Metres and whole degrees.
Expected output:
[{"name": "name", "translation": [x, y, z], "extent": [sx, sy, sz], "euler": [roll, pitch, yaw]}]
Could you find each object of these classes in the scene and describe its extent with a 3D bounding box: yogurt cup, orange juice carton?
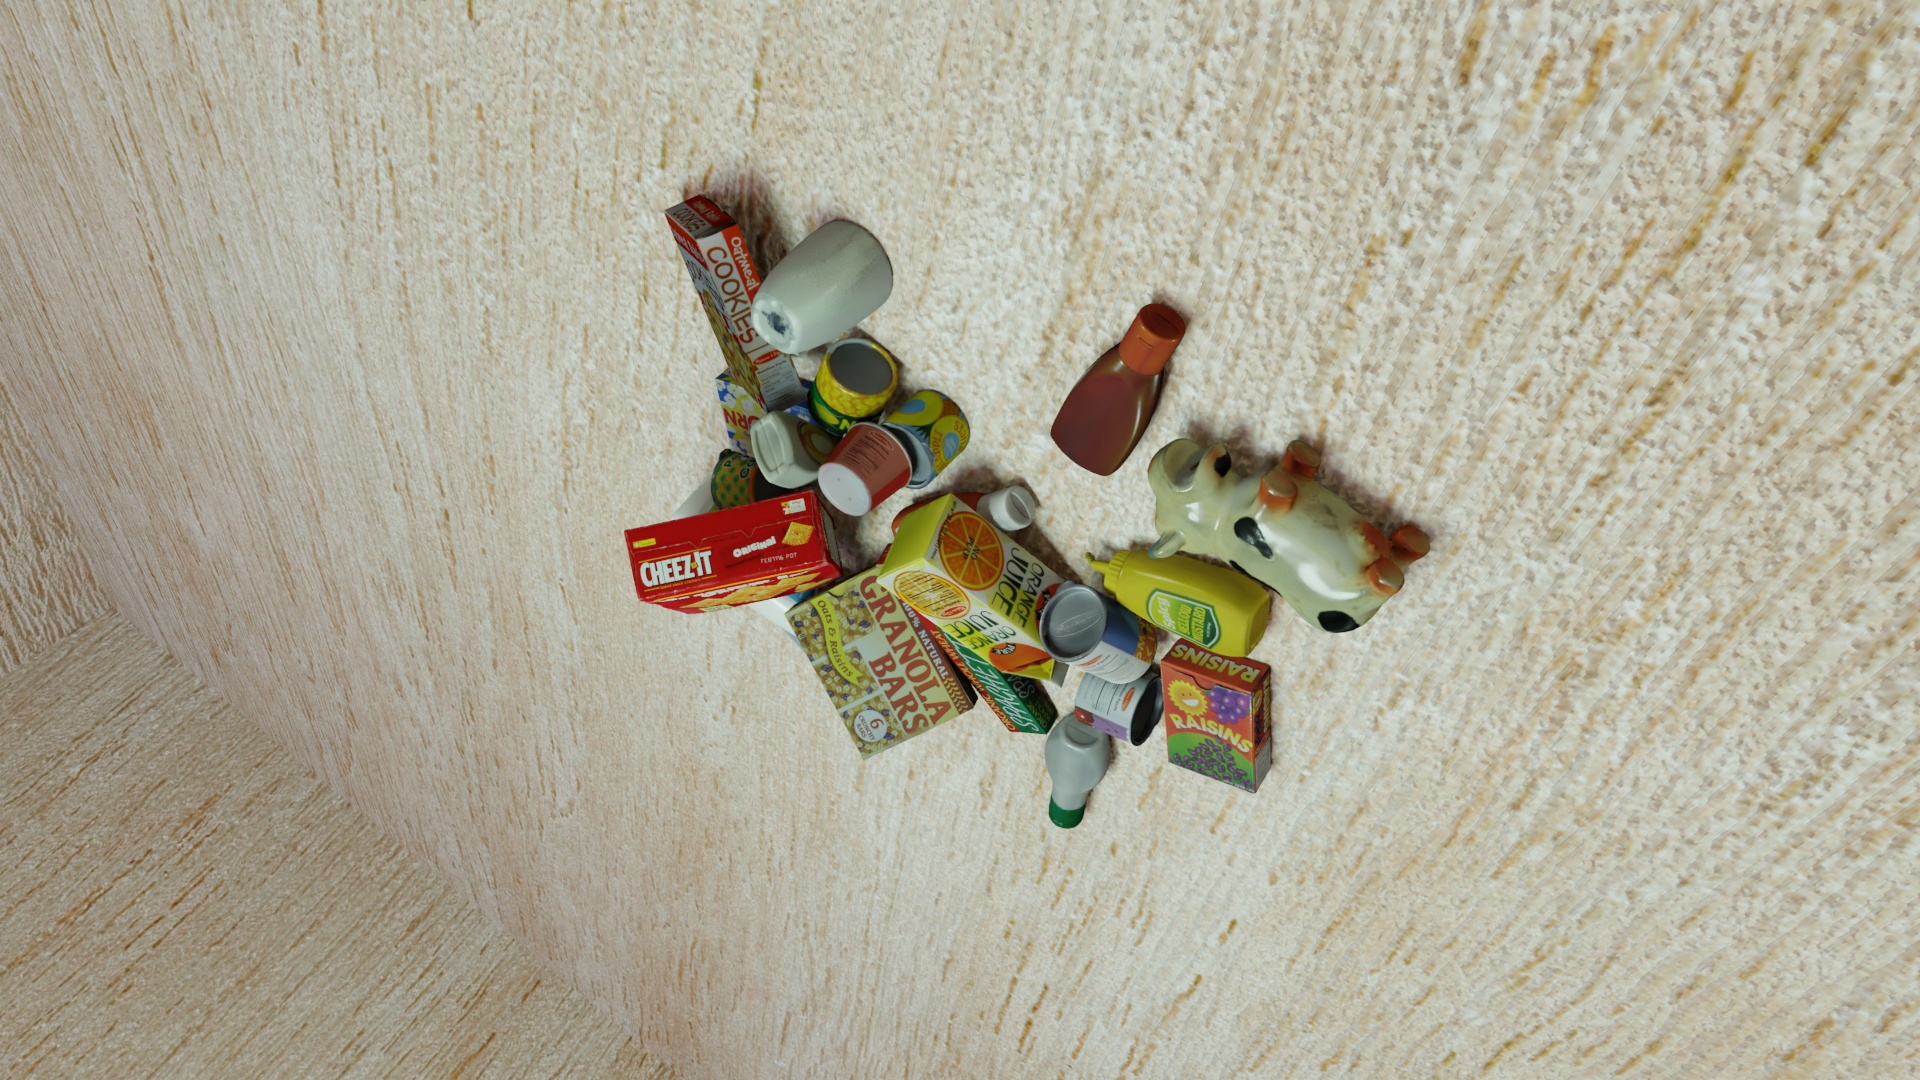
[{"name": "yogurt cup", "translation": [-0.082, -0.057, 1.158], "extent": [0.072, 0.054, 0.072], "euler": [24, 139, 23]}, {"name": "orange juice carton", "translation": [0.030, 0.049, 1.193], "extent": [0.192, 0.072, 0.073], "euler": [37, 144, -23]}]

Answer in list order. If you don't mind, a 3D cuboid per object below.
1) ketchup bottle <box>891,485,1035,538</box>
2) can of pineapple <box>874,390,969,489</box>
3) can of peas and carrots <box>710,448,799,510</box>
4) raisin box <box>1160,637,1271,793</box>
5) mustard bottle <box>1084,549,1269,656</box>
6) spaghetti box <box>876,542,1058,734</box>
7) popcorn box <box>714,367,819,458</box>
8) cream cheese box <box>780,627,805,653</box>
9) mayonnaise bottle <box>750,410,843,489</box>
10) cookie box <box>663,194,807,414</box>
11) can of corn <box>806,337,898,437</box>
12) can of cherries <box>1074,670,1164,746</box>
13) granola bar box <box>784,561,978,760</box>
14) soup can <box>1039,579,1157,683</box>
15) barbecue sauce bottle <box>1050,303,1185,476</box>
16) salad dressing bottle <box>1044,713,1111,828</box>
[{"name": "ketchup bottle", "translation": [0.004, -0.015, 1.226], "extent": [0.148, 0.044, 0.064], "euler": [-17, 117, 49]}, {"name": "can of pineapple", "translation": [-0.033, -0.086, 1.181], "extent": [0.071, 0.058, 0.070], "euler": [25, 139, 24]}, {"name": "can of peas and carrots", "translation": [-0.201, -0.056, 1.359], "extent": [0.058, 0.071, 0.070], "euler": [7, 129, 38]}, {"name": "raisin box", "translation": [0.219, 0.150, 1.188], "extent": [0.086, 0.040, 0.122], "euler": [18, 135, 32]}, {"name": "mustard bottle", "translation": [0.168, 0.042, 1.124], "extent": [0.160, 0.049, 0.065], "euler": [20, 135, 28]}, {"name": "spaghetti box", "translation": [0.010, 0.096, 1.299], "extent": [0.050, 0.029, 0.249], "euler": [-3, 134, 43]}, {"name": "popcorn box", "translation": [-0.164, -0.110, 1.295], "extent": [0.127, 0.038, 0.084], "euler": [20, 137, 28]}, {"name": "cream cheese box", "translation": [-0.146, 0.114, 1.503], "extent": [0.104, 0.024, 0.053], "euler": [48, 142, -5]}, {"name": "mayonnaise bottle", "translation": [-0.117, -0.071, 1.210], "extent": [0.041, 0.148, 0.065], "euler": [-32, 68, 28]}, {"name": "cookie box", "translation": [-0.193, -0.203, 1.191], "extent": [0.123, 0.040, 0.166], "euler": [44, 157, 57]}, {"name": "can of corn", "translation": [-0.091, -0.129, 1.186], "extent": [0.071, 0.071, 0.058], "euler": [40, 142, 5]}, {"name": "can of cherries", "translation": [0.142, 0.142, 1.230], "extent": [0.058, 0.072, 0.071], "euler": [19, 136, 29]}, {"name": "granola bar box", "translation": [-0.076, 0.112, 1.338], "extent": [0.124, 0.039, 0.165], "euler": [-27, 95, 13]}, {"name": "soup can", "translation": [0.116, 0.077, 1.166], "extent": [0.071, 0.071, 0.083], "euler": [4, 165, 40]}, {"name": "barbecue sauce bottle", "translation": [0.119, -0.112, 1.028], "extent": [0.065, 0.044, 0.147], "euler": [38, 142, 8]}, {"name": "salad dressing bottle", "translation": [0.111, 0.229, 1.360], "extent": [0.064, 0.044, 0.146], "euler": [25, 140, 18]}]
